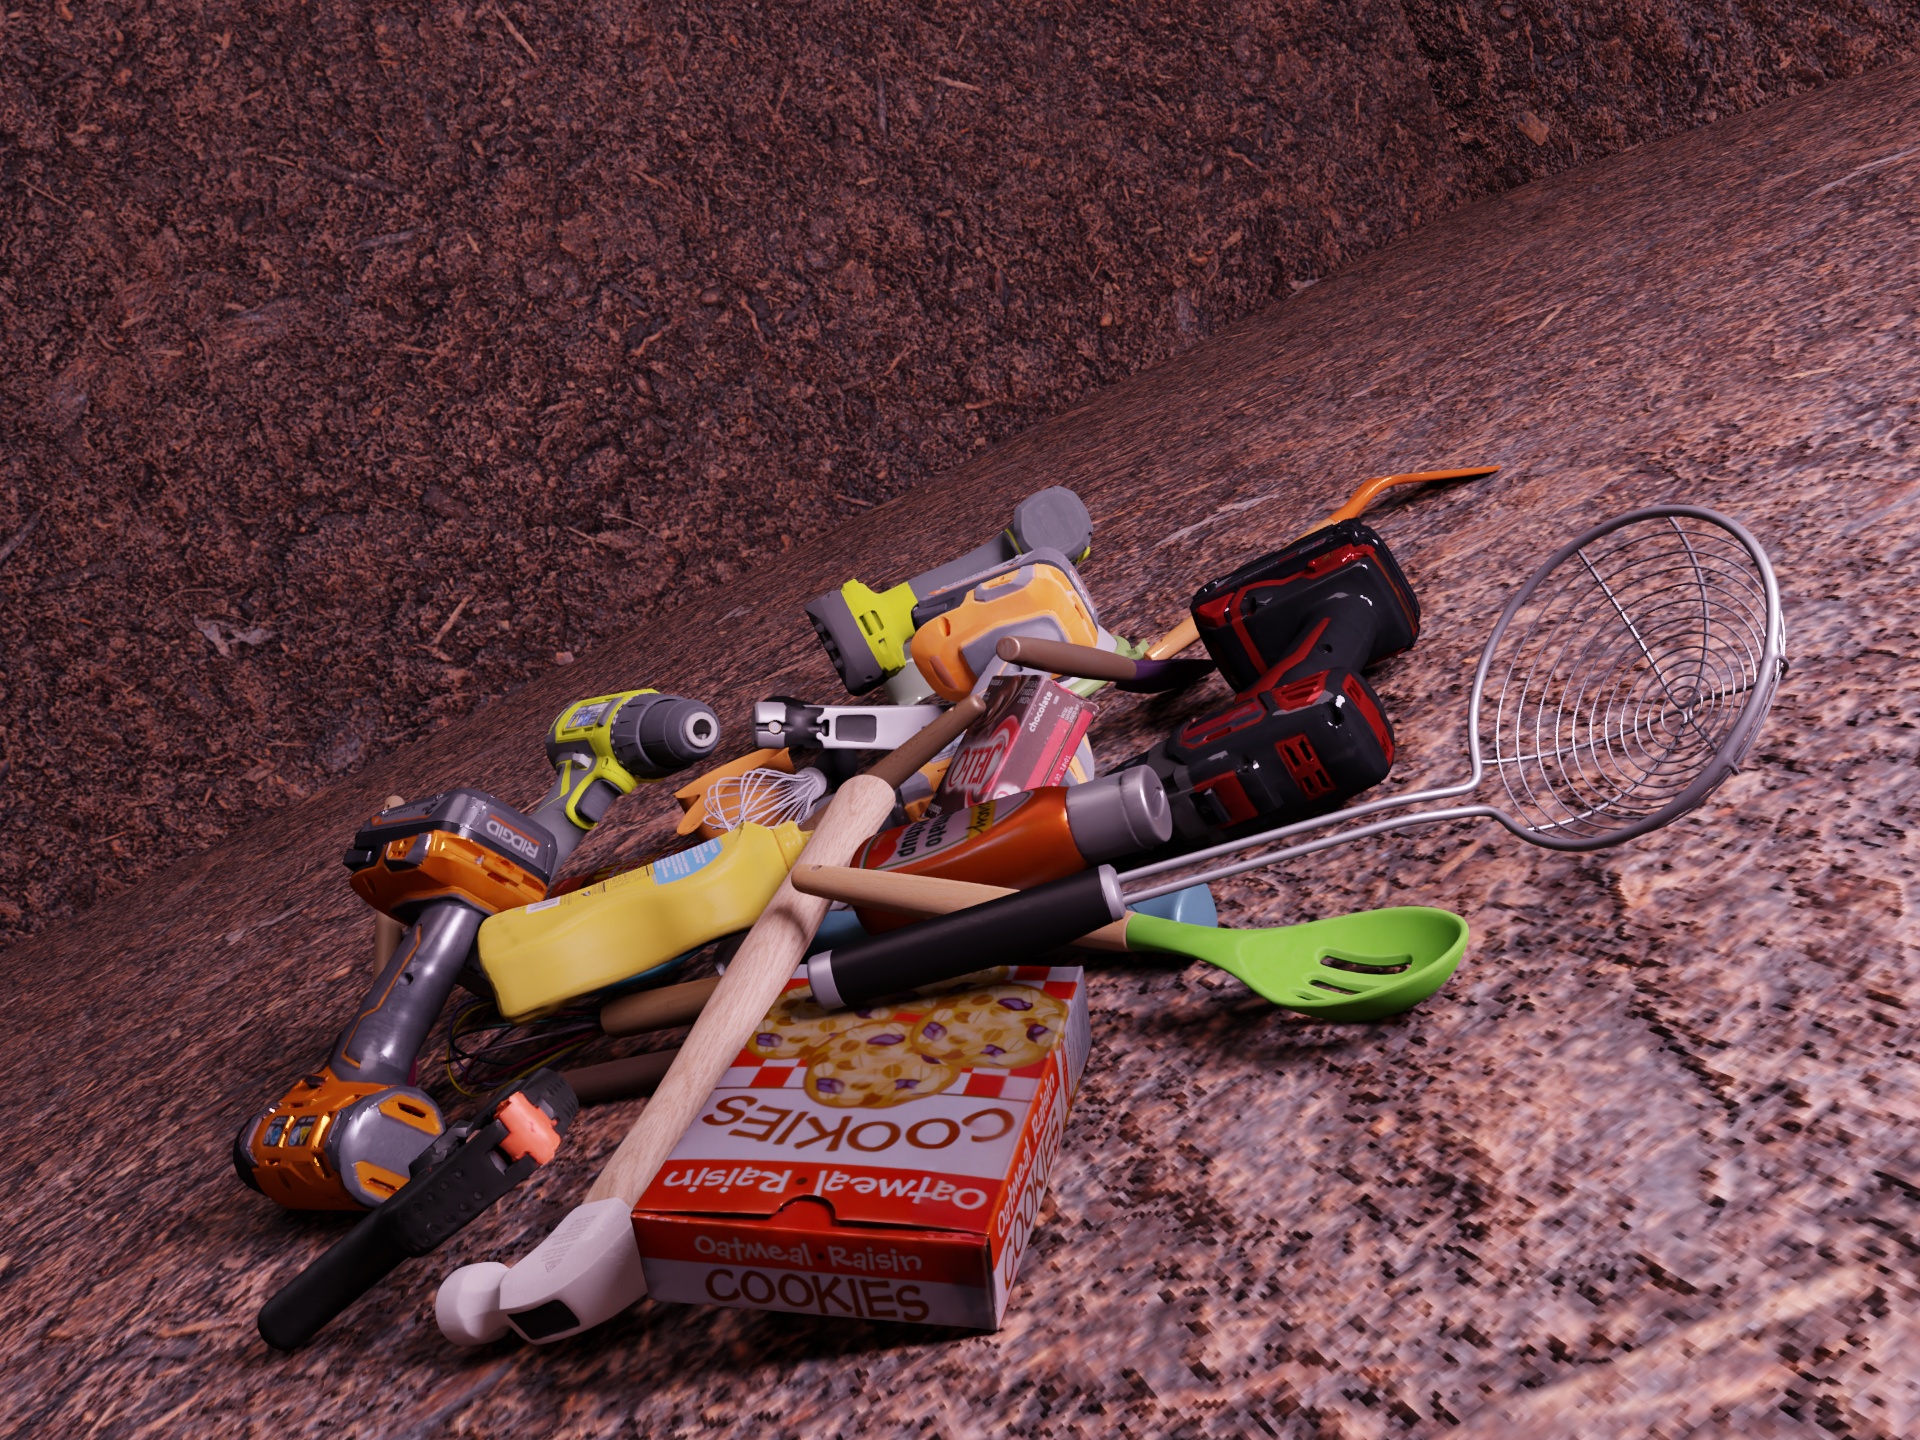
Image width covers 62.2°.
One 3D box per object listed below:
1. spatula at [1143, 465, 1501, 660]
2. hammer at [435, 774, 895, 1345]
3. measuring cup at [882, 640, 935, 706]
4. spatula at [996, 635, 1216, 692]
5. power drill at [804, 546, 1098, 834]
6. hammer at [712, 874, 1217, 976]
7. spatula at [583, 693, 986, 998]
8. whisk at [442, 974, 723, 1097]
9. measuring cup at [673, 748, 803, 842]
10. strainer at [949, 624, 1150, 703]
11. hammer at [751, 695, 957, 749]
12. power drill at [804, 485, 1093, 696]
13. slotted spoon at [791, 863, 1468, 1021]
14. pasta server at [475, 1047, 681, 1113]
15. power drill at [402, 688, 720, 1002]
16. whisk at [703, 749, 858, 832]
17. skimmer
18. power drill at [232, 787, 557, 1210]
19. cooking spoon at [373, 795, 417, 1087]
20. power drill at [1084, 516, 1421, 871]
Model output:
[{"bbox_3d":[0.260,-0.122,1.168,0.322,0.041,0.081,-35,16,-19],"label":"spatula"},{"bbox_3d":[-0.101,0.131,0.716,0.130,0.031,0.331,-22,24,35],"label":"hammer"},{"bbox_3d":[-0.054,-0.027,1.335,0.083,0.038,0.168,-16,17,34],"label":"measuring cup"},{"bbox_3d":[0.087,-0.031,0.900,0.060,0.018,0.315,-20,-10,22],"label":"spatula"},{"bbox_3d":[-0.002,-0.003,1.016,0.185,0.084,0.226,-21,30,22],"label":"power drill"},{"bbox_3d":[-0.008,0.102,0.789,0.331,0.033,0.128,-11,20,47],"label":"hammer"},{"bbox_3d":[-0.111,0.074,0.909,0.317,0.044,0.082,-38,15,22],"label":"spatula"},{"bbox_3d":[-0.201,0.169,0.863,0.245,0.051,0.047,-17,38,34],"label":"whisk"},{"bbox_3d":[-0.163,0.070,1.128,0.095,0.052,0.174,-22,12,11],"label":"measuring cup"},{"bbox_3d":[0.034,-0.058,1.229,0.151,0.069,0.256,-28,15,-7],"label":"strainer"},{"bbox_3d":[-0.107,0.000,1.232,0.146,0.035,0.335,1,2,-15],"label":"hammer"},{"bbox_3d":[-0.003,-0.104,1.262,0.223,0.080,0.171,-27,-2,1],"label":"power drill"},{"bbox_3d":[0.050,0.081,0.643,0.314,0.031,0.070,4,25,37],"label":"slotted spoon"},{"bbox_3d":[-0.138,0.164,0.786,0.316,0.040,0.060,-18,26,32],"label":"pasta server"},{"bbox_3d":[-0.259,0.075,1.061,0.190,0.080,0.229,-5,48,53],"label":"power drill"},{"bbox_3d":[-0.113,0.050,1.083,0.070,0.070,0.284,-23,3,12],"label":"whisk"},{"bbox_3d":[0.105,0.026,0.574,0.363,0.090,0.127,-18,41,8],"label":"skimmer"},{"bbox_3d":[-0.325,0.160,0.889,0.164,0.084,0.227,-14,50,39],"label":"power drill"},{"bbox_3d":[-0.365,0.150,1.014,0.068,0.017,0.319,-39,38,13],"label":"cooking spoon"},{"bbox_3d":[0.144,-0.006,0.834,0.188,0.080,0.227,-25,16,32],"label":"power drill"}]
